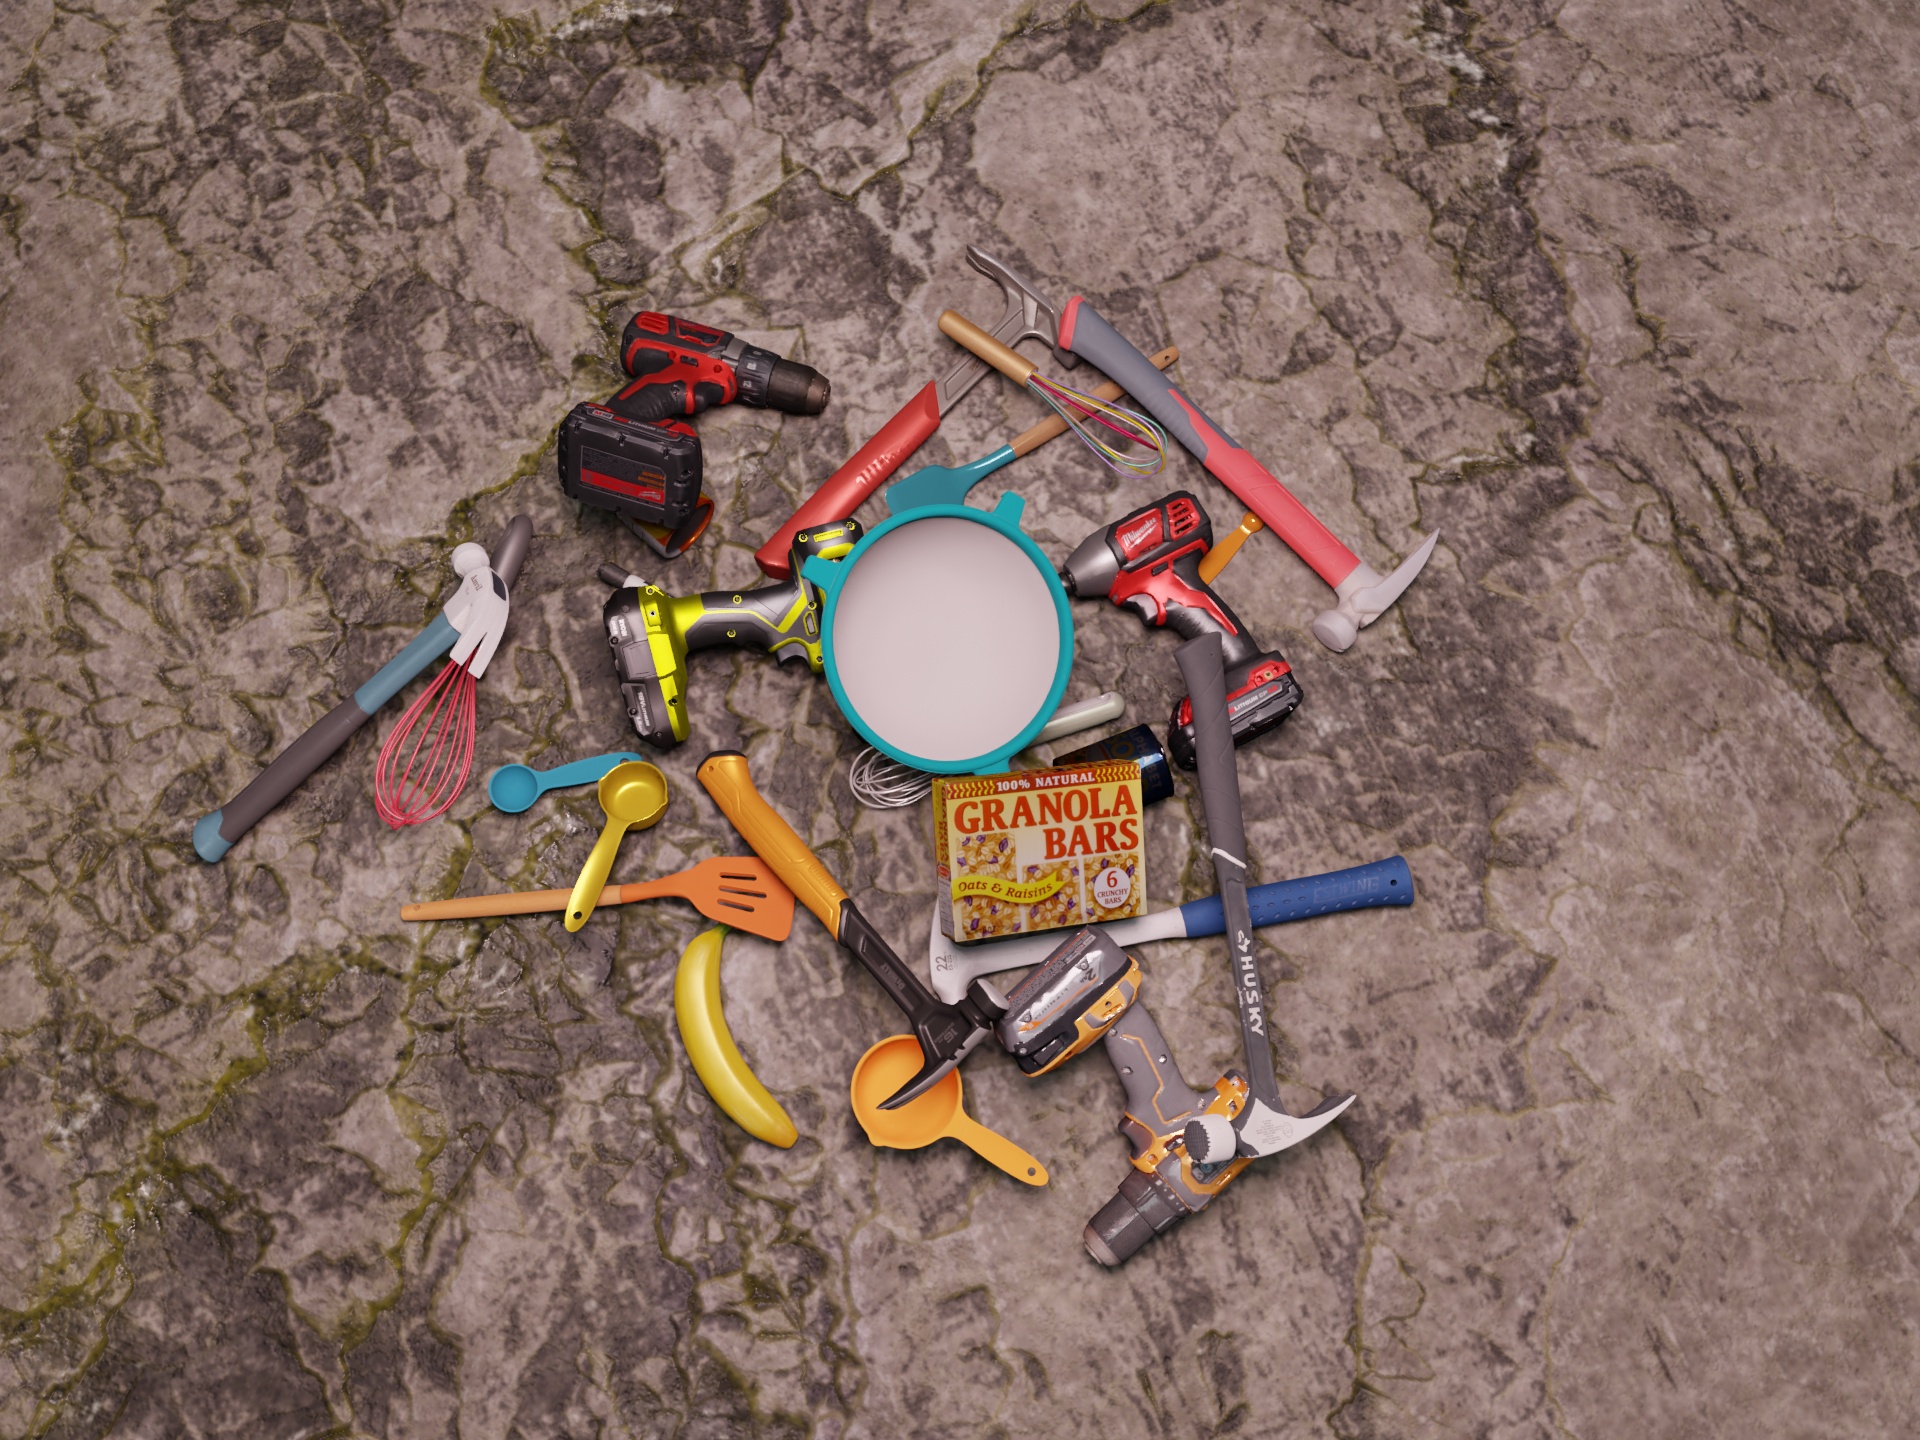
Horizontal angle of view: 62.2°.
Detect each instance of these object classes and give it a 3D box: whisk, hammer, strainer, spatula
[{"bbox_3d":[0.024,0.019,1.345,0.246,0.058,0.059,-17,112,-10],"label":"whisk"},{"bbox_3d":[0.218,0.129,1.245,0.149,0.036,0.409,0,77,-29],"label":"hammer"},{"bbox_3d":[-0.112,0.151,1.275,0.127,0.034,0.337,-46,66,5],"label":"hammer"},{"bbox_3d":[-0.054,-0.265,1.418,0.149,0.036,0.359,42,79,9],"label":"hammer"},{"bbox_3d":[-0.002,-0.004,1.292,0.211,0.095,0.340,-21,99,-20],"label":"strainer"},{"bbox_3d":[-0.299,0.151,1.310,0.322,0.041,0.081,-5,51,4],"label":"spatula"},{"bbox_3d":[-0.503,-0.005,1.311,0.331,0.033,0.128,-42,45,1],"label":"hammer"},{"bbox_3d":[-0.420,-0.044,1.346,0.073,0.073,0.296,15,71,3],"label":"whisk"},{"bbox_3d":[0.071,-0.249,1.412,0.317,0.044,0.082,-33,115,-12],"label":"spatula"},{"bbox_3d":[0.242,-0.242,1.399,0.386,0.038,0.143,45,77,4],"label":"hammer"},{"bbox_3d":[0.172,0.163,1.316,0.405,0.035,0.144,-10,77,-4],"label":"hammer"},{"bbox_3d":[0.080,-0.290,1.382,0.245,0.047,0.051,37,90,14],"label":"whisk"}]

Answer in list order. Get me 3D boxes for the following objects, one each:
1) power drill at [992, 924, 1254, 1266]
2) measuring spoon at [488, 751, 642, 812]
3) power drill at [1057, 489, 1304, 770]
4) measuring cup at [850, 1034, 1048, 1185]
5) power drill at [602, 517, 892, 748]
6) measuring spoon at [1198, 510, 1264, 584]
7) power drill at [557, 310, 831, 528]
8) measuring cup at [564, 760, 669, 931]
[{"bbox_3d":[0.120,0.298,1.243,0.185,0.084,0.226,-42,98,-6],"label":"power drill"},{"bbox_3d":[-0.333,0.049,1.347,0.128,0.021,0.042,-13,75,-14],"label":"measuring spoon"},{"bbox_3d":[0.182,-0.077,1.353,0.143,0.078,0.220,-26,78,-8],"label":"power drill"},{"bbox_3d":[-0.007,0.319,1.266,0.173,0.052,0.095,32,77,5],"label":"measuring cup"},{"bbox_3d":[-0.168,-0.053,1.333,0.228,0.080,0.190,-14,96,-5],"label":"power drill"},{"bbox_3d":[0.228,-0.144,1.406,0.021,0.011,0.117,43,79,9],"label":"measuring spoon"},{"bbox_3d":[-0.225,-0.261,1.354,0.188,0.080,0.227,16,43,2],"label":"power drill"},{"bbox_3d":[-0.287,0.107,1.309,0.062,0.029,0.157,16,64,8],"label":"measuring cup"}]
